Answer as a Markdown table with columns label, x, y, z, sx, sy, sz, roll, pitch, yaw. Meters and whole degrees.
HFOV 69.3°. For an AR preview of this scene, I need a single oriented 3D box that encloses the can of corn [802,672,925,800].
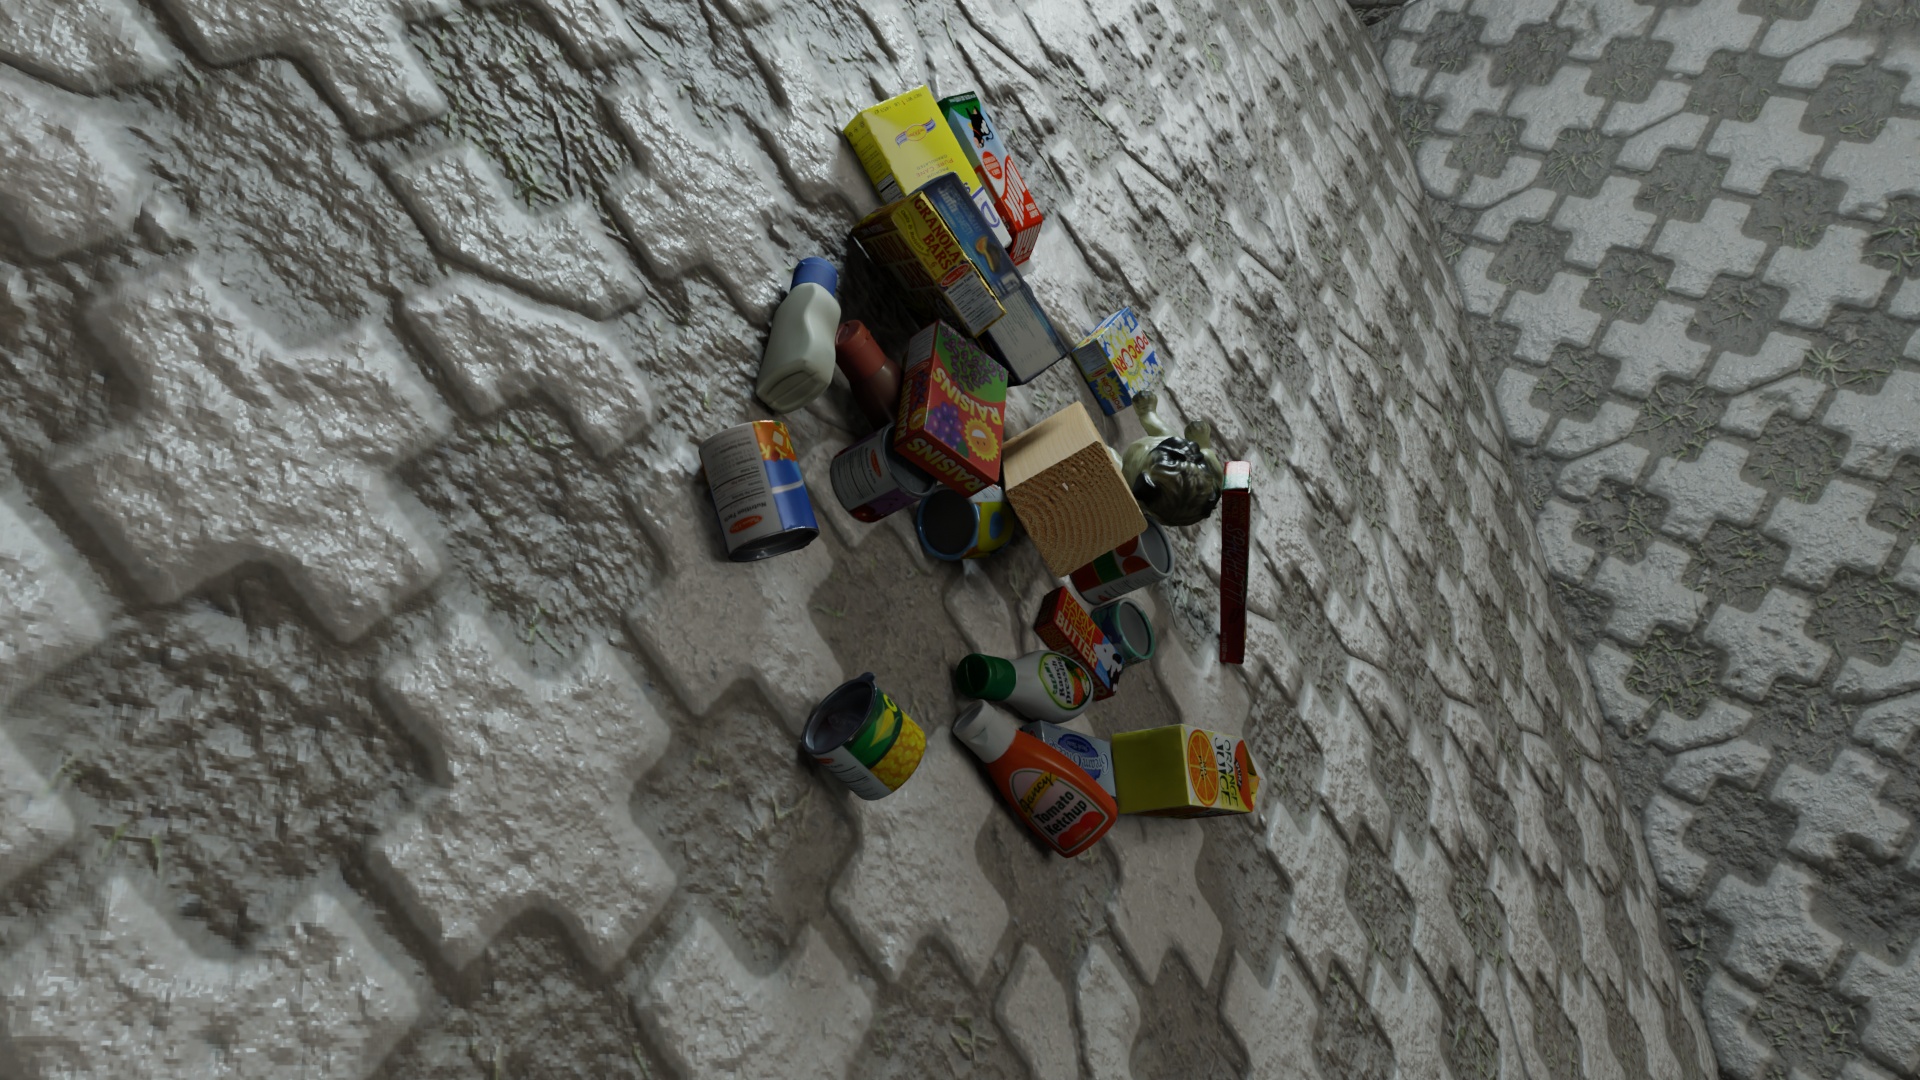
| label | x | y | z | sx | sy | sz | roll | pitch | yaw |
| --- | --- | --- | --- | --- | --- | --- | --- | --- | --- |
| can of corn | -0.065 | 0.138 | 0.975 | 0.058 | 0.071 | 0.071 | 48 | 36 | -27 |

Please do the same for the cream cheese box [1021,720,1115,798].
| label | x | y | z | sx | sy | sz | roll | pitch | yaw |
| --- | --- | --- | --- | --- | --- | --- | --- | --- | --- |
| cream cheese box | 0.095 | 0.193 | 1.206 | 0.104 | 0.024 | 0.053 | 24 | 52 | -46 |

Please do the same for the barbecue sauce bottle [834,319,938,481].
| label | x | y | z | sx | sy | sz | roll | pitch | yaw |
| --- | --- | --- | --- | --- | --- | --- | --- | --- | --- |
| barbecue sauce bottle | -0.059 | -0.115 | 1.155 | 0.148 | 0.043 | 0.065 | 55 | 29 | -32 |

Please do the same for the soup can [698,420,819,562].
| label | x | y | z | sx | sy | sz | roll | pitch | yaw |
| --- | --- | --- | --- | --- | --- | --- | --- | --- | --- |
| soup can | -0.142 | -0.034 | 0.986 | 0.071 | 0.071 | 0.084 | -1 | 70 | -55 |

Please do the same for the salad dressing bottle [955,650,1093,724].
| label | x | y | z | sx | sy | sz | roll | pitch | yaw |
| --- | --- | --- | --- | --- | --- | --- | --- | --- | --- |
| salad dressing bottle | 0.055 | 0.122 | 1.179 | 0.148 | 0.044 | 0.064 | 15 | 56 | -50 |

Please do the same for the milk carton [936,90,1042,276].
| label | x | y | z | sx | sy | sz | roll | pitch | yaw |
| --- | --- | --- | --- | --- | --- | --- | --- | --- | --- |
| milk carton | 0.018 | -0.353 | 1.418 | 0.190 | 0.073 | 0.073 | 60 | 33 | -8 |

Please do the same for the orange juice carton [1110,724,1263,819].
| label | x | y | z | sx | sy | sz | roll | pitch | yaw |
| --- | --- | --- | --- | --- | --- | --- | --- | --- | --- |
| orange juice carton | 0.217 | 0.220 | 1.299 | 0.192 | 0.071 | 0.073 | 21 | 60 | -55 |

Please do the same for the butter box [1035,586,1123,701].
| label | x | y | z | sx | sy | sz | roll | pitch | yaw |
| --- | --- | --- | --- | --- | --- | --- | --- | --- | --- |
| butter box | 0.111 | 0.096 | 1.294 | 0.103 | 0.024 | 0.053 | 50 | 35 | -22 |

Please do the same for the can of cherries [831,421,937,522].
| label | x | y | z | sx | sy | sz | roll | pitch | yaw |
| --- | --- | --- | --- | --- | --- | --- | --- | --- | --- |
| can of cherries | -0.060 | -0.054 | 1.121 | 0.071 | 0.058 | 0.072 | 34 | 43 | -38 |

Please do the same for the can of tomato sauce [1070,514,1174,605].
| label | x | y | z | sx | sy | sz | roll | pitch | yaw |
| --- | --- | --- | --- | --- | --- | --- | --- | --- | --- |
| can of tomato sauce | 0.157 | 0.017 | 1.356 | 0.071 | 0.083 | 0.071 | 33 | 45 | -40 |

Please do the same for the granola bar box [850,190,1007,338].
| label | x | y | z | sx | sy | sz | roll | pitch | yaw |
| --- | --- | --- | --- | --- | --- | --- | --- | --- | --- |
| granola bar box | -0.030 | -0.237 | 1.211 | 0.124 | 0.039 | 0.165 | 54 | -8 | -16 |

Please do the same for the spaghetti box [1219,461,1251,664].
| label | x | y | z | sx | sy | sz | roll | pitch | yaw |
| --- | --- | --- | --- | --- | --- | --- | --- | --- | --- |
| spaghetti box | 0.292 | 0.027 | 1.475 | 0.050 | 0.029 | 0.248 | -73 | 161 | -47 |

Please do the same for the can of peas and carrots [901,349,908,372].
| label | x | y | z | sx | sy | sz | roll | pitch | yaw |
| --- | --- | --- | --- | --- | --- | --- | --- | --- | --- |
| can of peas and carrots | -0.019 | -0.137 | 1.223 | 0.071 | 0.070 | 0.059 | 32 | 44 | -40 |

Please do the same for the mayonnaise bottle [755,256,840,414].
| label | x | y | z | sx | sy | sz | roll | pitch | yaw |
| --- | --- | --- | --- | --- | --- | --- | --- | --- | --- |
| mayonnaise bottle | -0.124 | -0.169 | 1.107 | 0.041 | 0.064 | 0.149 | 40 | 36 | -32 |

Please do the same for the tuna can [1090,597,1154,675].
| label | x | y | z | sx | sy | sz | roll | pitch | yaw |
| --- | --- | --- | --- | --- | --- | --- | --- | --- | --- |
| tuna can | 0.159 | 0.093 | 1.356 | 0.071 | 0.032 | 0.071 | 33 | 44 | -39 |

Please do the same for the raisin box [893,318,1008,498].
| label | x | y | z | sx | sy | sz | roll | pitch | yaw |
| --- | --- | --- | --- | --- | --- | --- | --- | --- | --- |
| raisin box | -0.007 | -0.107 | 1.134 | 0.086 | 0.040 | 0.124 | 34 | 45 | -33 |

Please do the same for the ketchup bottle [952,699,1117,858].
| label | x | y | z | sx | sy | sz | roll | pitch | yaw |
| --- | --- | --- | --- | --- | --- | --- | --- | --- | --- |
| ketchup bottle | 0.057 | 0.190 | 1.125 | 0.148 | 0.064 | 0.044 | 44 | 14 | -14 |

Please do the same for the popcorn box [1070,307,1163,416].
| label | x | y | z | sx | sy | sz | roll | pitch | yaw |
| --- | --- | --- | --- | --- | --- | --- | --- | --- | --- |
| popcorn box | 0.180 | -0.205 | 1.578 | 0.085 | 0.038 | 0.127 | 58 | 33 | -11 |

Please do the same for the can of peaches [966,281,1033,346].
| label | x | y | z | sx | sy | sz | roll | pitch | yaw |
| --- | --- | --- | --- | --- | --- | --- | --- | --- | --- |
| can of peaches | 0.038 | -0.224 | 1.373 | 0.071 | 0.058 | 0.071 | 34 | 43 | -39 |

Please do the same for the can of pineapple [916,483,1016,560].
| label | x | y | z | sx | sy | sz | roll | pitch | yaw |
| --- | --- | --- | --- | --- | --- | --- | --- | --- | --- |
| can of pineapple | 0.004 | -0.015 | 1.180 | 0.058 | 0.071 | 0.071 | -4 | 72 | -55 |
